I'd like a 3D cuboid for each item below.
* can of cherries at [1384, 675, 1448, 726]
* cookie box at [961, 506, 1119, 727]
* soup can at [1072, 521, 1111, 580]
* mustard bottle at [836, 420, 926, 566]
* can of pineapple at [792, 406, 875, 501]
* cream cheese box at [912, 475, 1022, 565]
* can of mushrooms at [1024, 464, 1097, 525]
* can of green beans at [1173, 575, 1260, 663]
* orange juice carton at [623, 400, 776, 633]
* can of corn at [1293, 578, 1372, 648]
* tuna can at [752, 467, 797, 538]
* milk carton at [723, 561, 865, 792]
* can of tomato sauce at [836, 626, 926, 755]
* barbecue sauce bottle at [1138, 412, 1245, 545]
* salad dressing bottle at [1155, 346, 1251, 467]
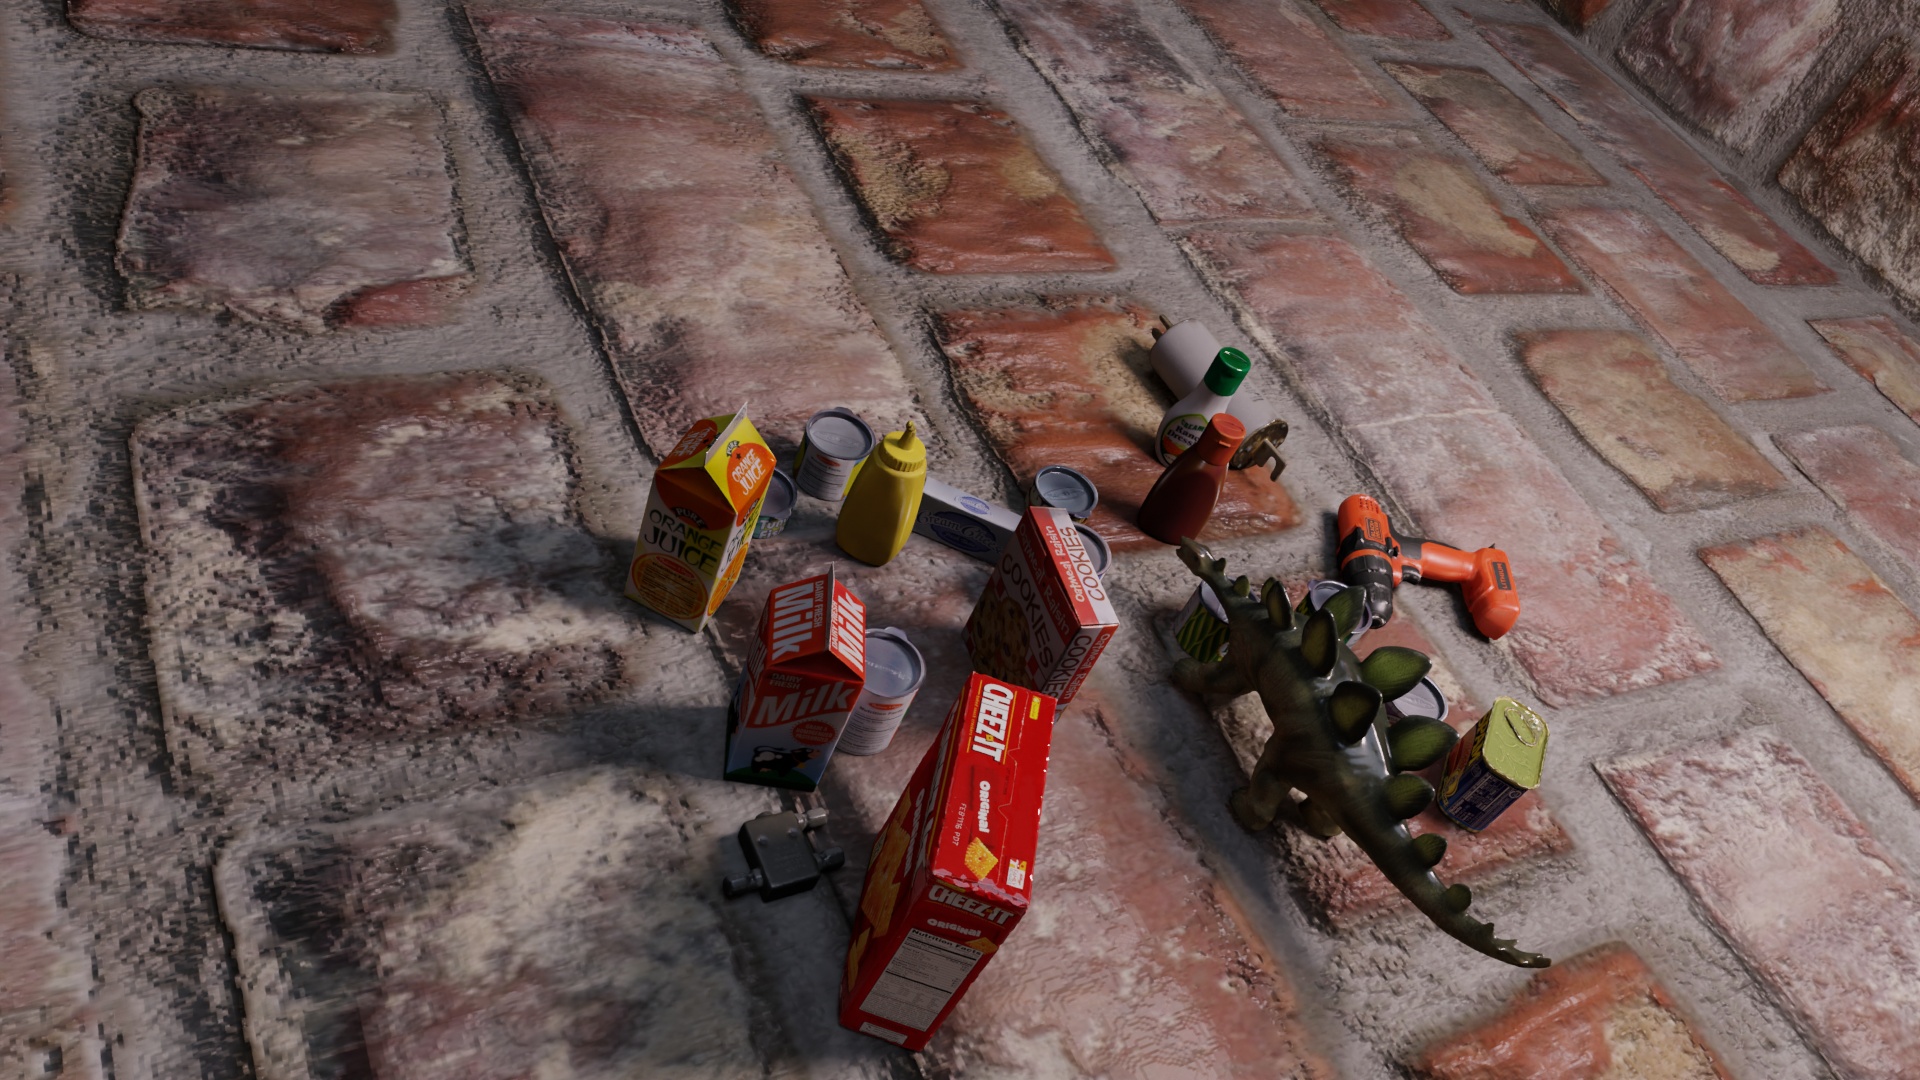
[{"bbox_3d":[0.411,0.163,1.300,0.071,0.058,0.072,13,44,-13],"label":"can of cherries"},{"bbox_3d":[0.061,0.072,1.144,0.040,0.166,0.123,-2,49,-26],"label":"cookie box"},{"bbox_3d":[0.088,0.033,1.256,0.071,0.083,0.072,13,44,-13],"label":"soup can"},{"bbox_3d":[-0.061,-0.047,1.208,0.065,0.159,0.049,27,43,1],"label":"mustard bottle"},{"bbox_3d":[-0.117,-0.080,1.289,0.071,0.057,0.071,13,44,-13],"label":"can of pineapple"},{"bbox_3d":[0.005,-0.016,1.287,0.104,0.053,0.024,23,43,-3],"label":"cream cheese box"},{"bbox_3d":[0.100,-0.038,1.368,0.071,0.033,0.071,13,44,-13],"label":"can of mushrooms"},{"bbox_3d":[0.242,0.075,1.307,0.071,0.057,0.071,13,44,-13],"label":"can of green beans"},{"bbox_3d":[-0.203,-0.022,1.094,0.073,0.191,0.072,27,43,1],"label":"orange juice carton"},{"bbox_3d":[0.355,0.080,1.355,0.071,0.058,0.071,13,44,-13],"label":"can of corn"},{"bbox_3d":[-0.179,-0.034,1.234,0.071,0.032,0.071,13,44,-13],"label":"tuna can"},{"bbox_3d":[-0.118,0.101,1.016,0.073,0.189,0.073,11,45,-16],"label":"milk carton"},{"bbox_3d":[-0.071,0.119,1.099,0.071,0.082,0.071,13,44,-13],"label":"can of tomato sauce"},{"bbox_3d":[0.232,-0.061,1.367,0.065,0.147,0.044,21,43,-6],"label":"barbecue sauce bottle"},{"bbox_3d":[0.254,-0.137,1.453,0.064,0.146,0.044,28,43,3],"label":"salad dressing bottle"}]
